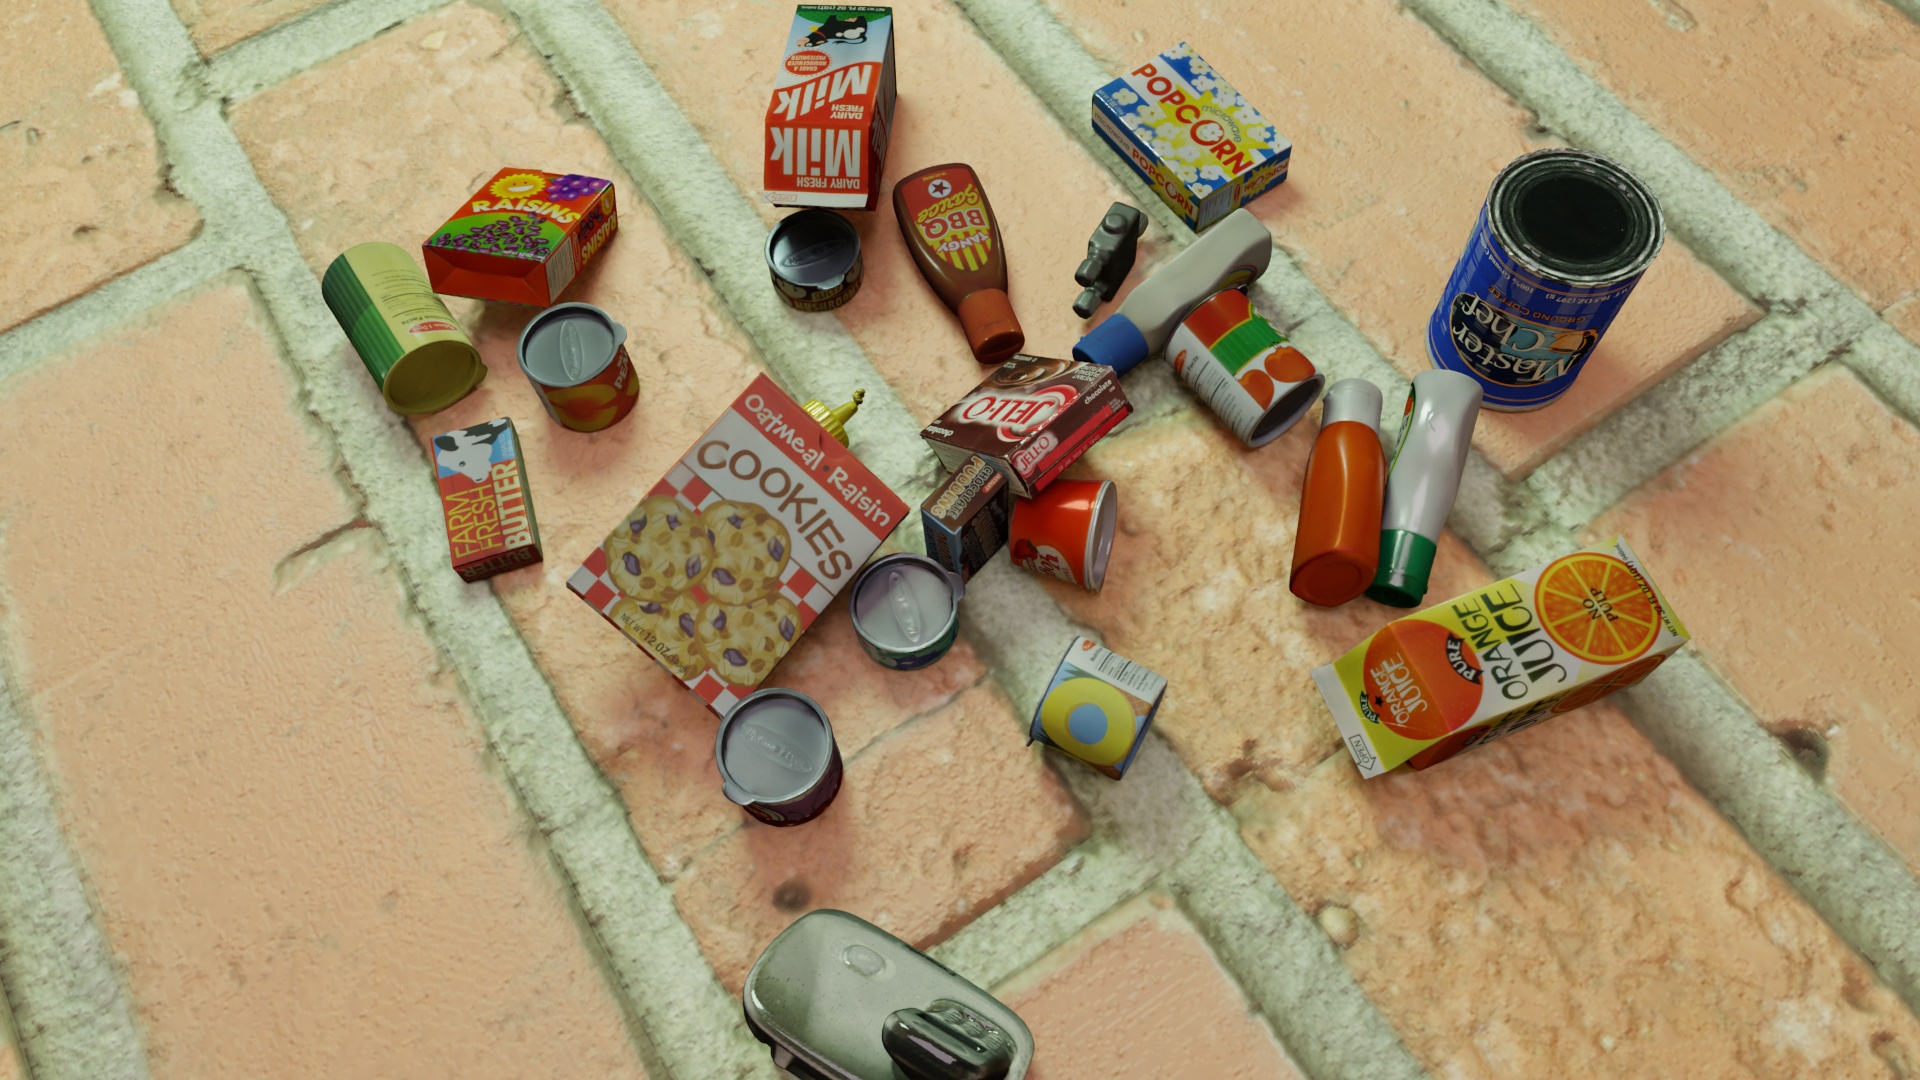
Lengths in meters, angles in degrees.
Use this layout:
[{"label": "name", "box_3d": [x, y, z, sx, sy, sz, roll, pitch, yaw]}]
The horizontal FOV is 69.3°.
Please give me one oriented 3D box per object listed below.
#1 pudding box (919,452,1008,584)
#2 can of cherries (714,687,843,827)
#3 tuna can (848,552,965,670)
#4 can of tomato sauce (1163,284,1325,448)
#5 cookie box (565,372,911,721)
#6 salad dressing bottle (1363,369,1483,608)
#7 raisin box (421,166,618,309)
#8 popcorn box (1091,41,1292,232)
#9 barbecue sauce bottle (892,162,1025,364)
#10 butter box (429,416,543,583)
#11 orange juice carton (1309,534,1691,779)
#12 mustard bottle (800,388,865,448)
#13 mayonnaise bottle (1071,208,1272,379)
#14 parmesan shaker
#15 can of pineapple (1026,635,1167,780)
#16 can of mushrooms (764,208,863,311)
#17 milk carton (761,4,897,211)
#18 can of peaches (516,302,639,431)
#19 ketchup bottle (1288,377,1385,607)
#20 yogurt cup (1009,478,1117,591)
[{"label": "pudding box", "box_3d": [0.003, -0.011, 0.841, 0.030, 0.083, 0.050, 38, 71, 18]}, {"label": "can of cherries", "box_3d": [-0.104, 0.126, 0.792, 0.071, 0.058, 0.072, 0, 64, 1]}, {"label": "tuna can", "box_3d": [-0.031, 0.043, 0.844, 0.071, 0.032, 0.071, -1, 64, 2]}, {"label": "can of tomato sauce", "box_3d": [0.184, -0.112, 0.895, 0.071, 0.071, 0.083, -33, 68, -13]}, {"label": "cookie box", "box_3d": [-0.129, 0.004, 0.821, 0.123, 0.040, 0.168, 42, 75, -7]}, {"label": "salad dressing bottle", "box_3d": [0.284, -0.032, 0.857, 0.044, 0.064, 0.148, 15, 72, 18]}, {"label": "raisin box", "box_3d": [-0.299, -0.211, 0.953, 0.086, 0.039, 0.124, 9, 40, 7]}, {"label": "popcorn box", "box_3d": [0.165, -0.293, 1.001, 0.085, 0.038, 0.127, -32, 67, -13]}, {"label": "barbecue sauce bottle", "box_3d": [0.003, -0.190, 0.953, 0.065, 0.043, 0.149, -17, 65, -7]}, {"label": "butter box", "box_3d": [-0.305, -0.027, 0.895, 0.053, 0.024, 0.104, -17, 64, -7]}, {"label": "orange juice carton", "box_3d": [0.301, 0.072, 0.795, 0.193, 0.072, 0.072, -20, 65, -7]}, {"label": "mustard bottle", "box_3d": [-0.119, -0.045, 0.882, 0.161, 0.048, 0.065, -39, 77, -17]}, {"label": "mayonnaise bottle", "box_3d": [0.141, -0.157, 0.924, 0.148, 0.064, 0.041, -39, 72, -11]}, {"label": "parmesan shaker", "box_3d": [-0.374, -0.143, 0.934, 0.071, 0.071, 0.103, -34, 66, -13]}, {"label": "can of pineapple", "box_3d": [0.079, 0.098, 0.796, 0.058, 0.070, 0.071, 26, 67, 14]}, {"label": "can of mushrooms", "box_3d": [-0.100, -0.192, 0.964, 0.071, 0.033, 0.071, -1, 63, 1]}, {"label": "milk carton", "box_3d": [-0.090, -0.292, 0.969, 0.072, 0.073, 0.191, 2, 50, 3]}, {"label": "can of peaches", "box_3d": [-0.249, -0.114, 0.917, 0.071, 0.057, 0.071, -1, 63, 2]}, {"label": "ketchup bottle", "box_3d": [0.237, -0.035, 0.859, 0.043, 0.064, 0.149, 21, 57, -7]}, {"label": "yogurt cup", "box_3d": [0.063, -0.007, 0.850, 0.054, 0.072, 0.072, 10, 64, 16]}]
